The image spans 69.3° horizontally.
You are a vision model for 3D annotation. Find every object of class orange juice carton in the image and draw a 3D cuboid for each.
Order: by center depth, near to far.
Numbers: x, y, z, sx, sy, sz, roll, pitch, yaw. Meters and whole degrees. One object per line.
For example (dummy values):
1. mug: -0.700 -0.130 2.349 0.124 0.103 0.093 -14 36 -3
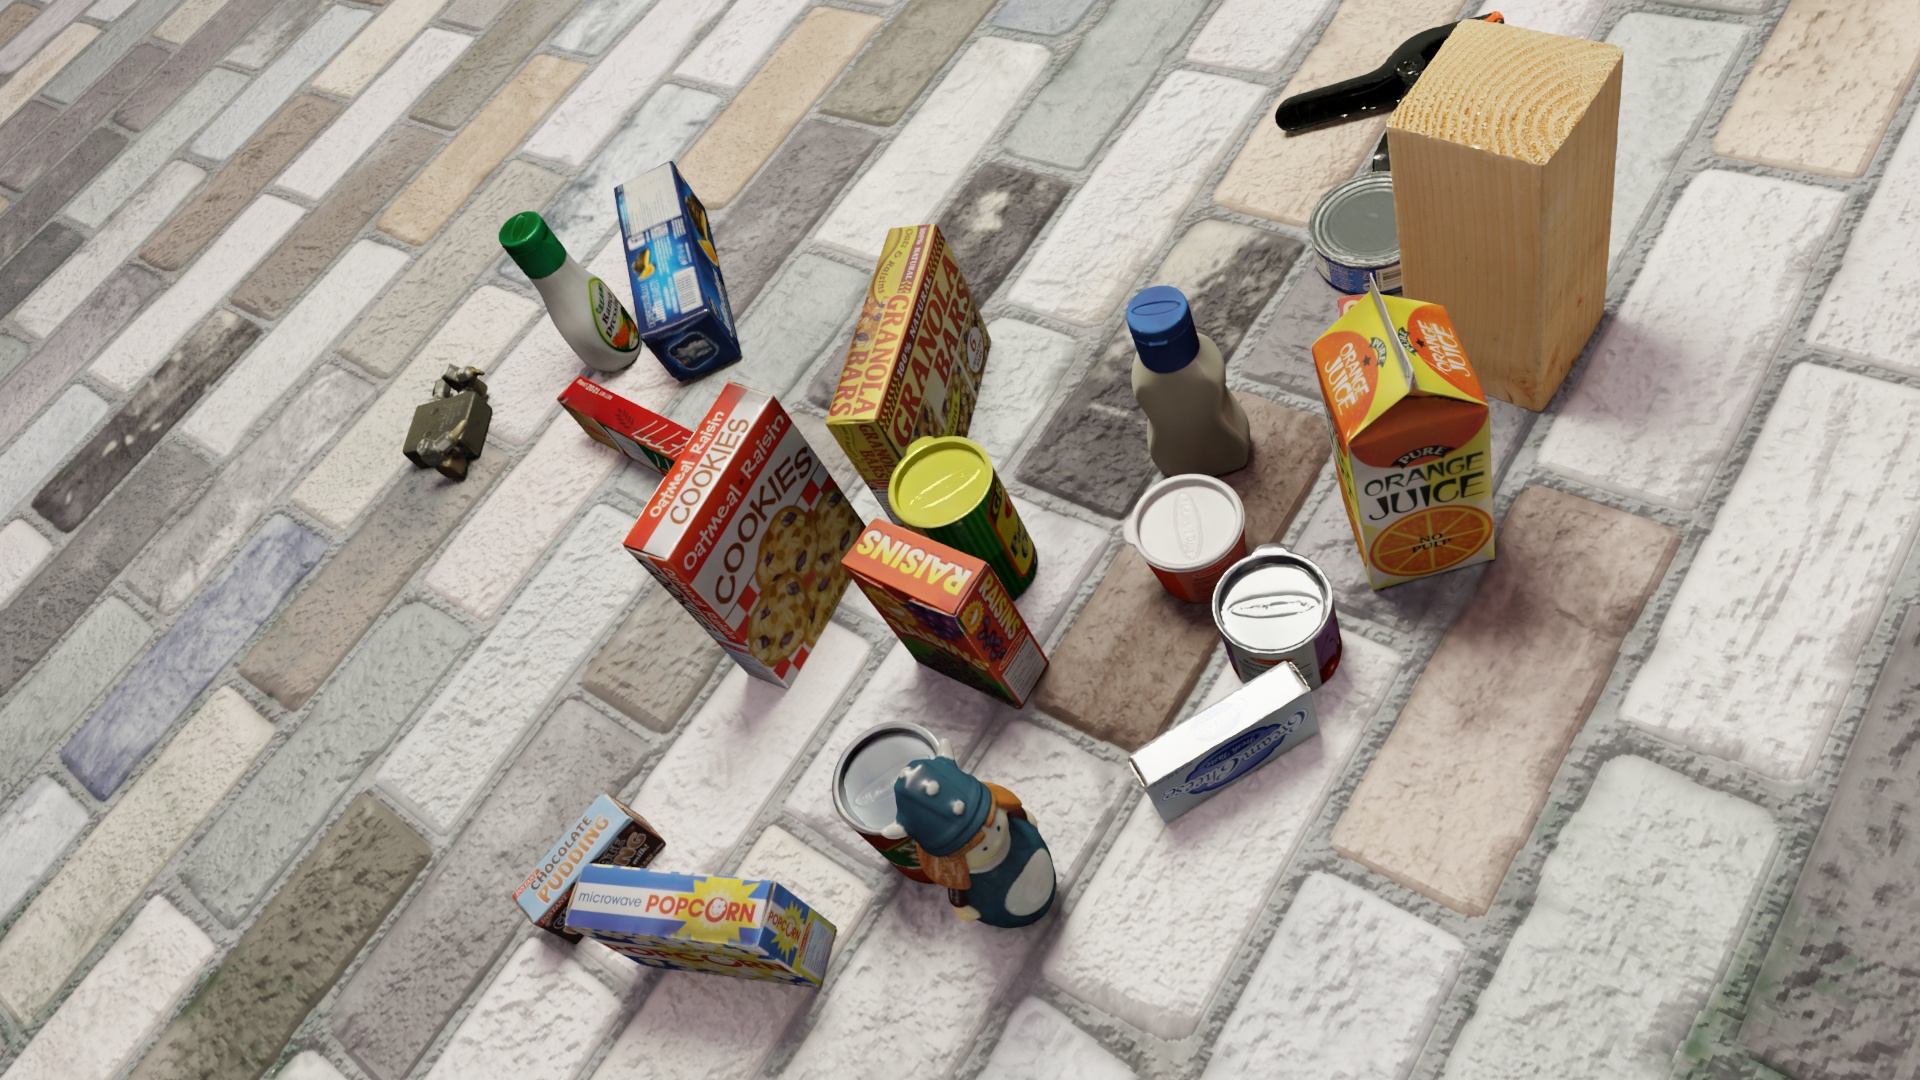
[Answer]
1. orange juice carton: 0.240 -0.057 0.751 0.073 0.192 0.072 -16 54 12

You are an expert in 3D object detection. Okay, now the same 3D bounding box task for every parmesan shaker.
1. parmesan shaker: 0.003 -0.011 0.872 0.071 0.102 0.071 -11 55 16

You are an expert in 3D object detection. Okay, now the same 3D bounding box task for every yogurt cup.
1. yogurt cup: 0.141 0.002 0.839 0.072 0.053 0.073 -11 55 15

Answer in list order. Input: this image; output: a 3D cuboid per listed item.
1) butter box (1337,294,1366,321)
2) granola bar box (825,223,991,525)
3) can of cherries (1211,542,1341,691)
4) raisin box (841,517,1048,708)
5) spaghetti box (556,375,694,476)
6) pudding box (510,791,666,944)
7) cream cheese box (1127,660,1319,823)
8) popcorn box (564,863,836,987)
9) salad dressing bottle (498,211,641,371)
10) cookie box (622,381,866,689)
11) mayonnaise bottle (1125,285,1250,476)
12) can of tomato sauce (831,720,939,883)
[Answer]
1. butter box: 0.248 -0.097 0.863 0.024 0.053 0.104 -4 57 20
2. granola bar box: -0.030 -0.111 0.939 0.039 0.123 0.166 1 58 23
3. can of cherries: 0.182 0.046 0.790 0.071 0.058 0.072 -11 55 15
4. raisin box: -0.008 0.045 0.826 0.086 0.123 0.040 23 69 32
5. spaghetti box: -0.203 -0.060 1.022 0.250 0.050 0.029 26 70 33
6. pudding box: -0.229 0.202 0.856 0.030 0.049 0.084 32 74 35
7. cream cheese box: 0.146 0.111 0.763 0.104 0.053 0.024 -31 52 0
8. popcorn box: -0.147 0.218 0.789 0.126 0.085 0.038 -1 58 22
9. salad dressing bottle: -0.306 -0.194 1.092 0.044 0.147 0.064 -10 55 16
10. cookie box: -0.128 0.000 0.877 0.040 0.166 0.123 15 65 30
11. mayonnaise bottle: 0.135 -0.094 0.846 0.065 0.147 0.041 -5 57 19
12. can of tomato sauce: -0.025 0.151 0.787 0.071 0.082 0.071 -11 55 15
